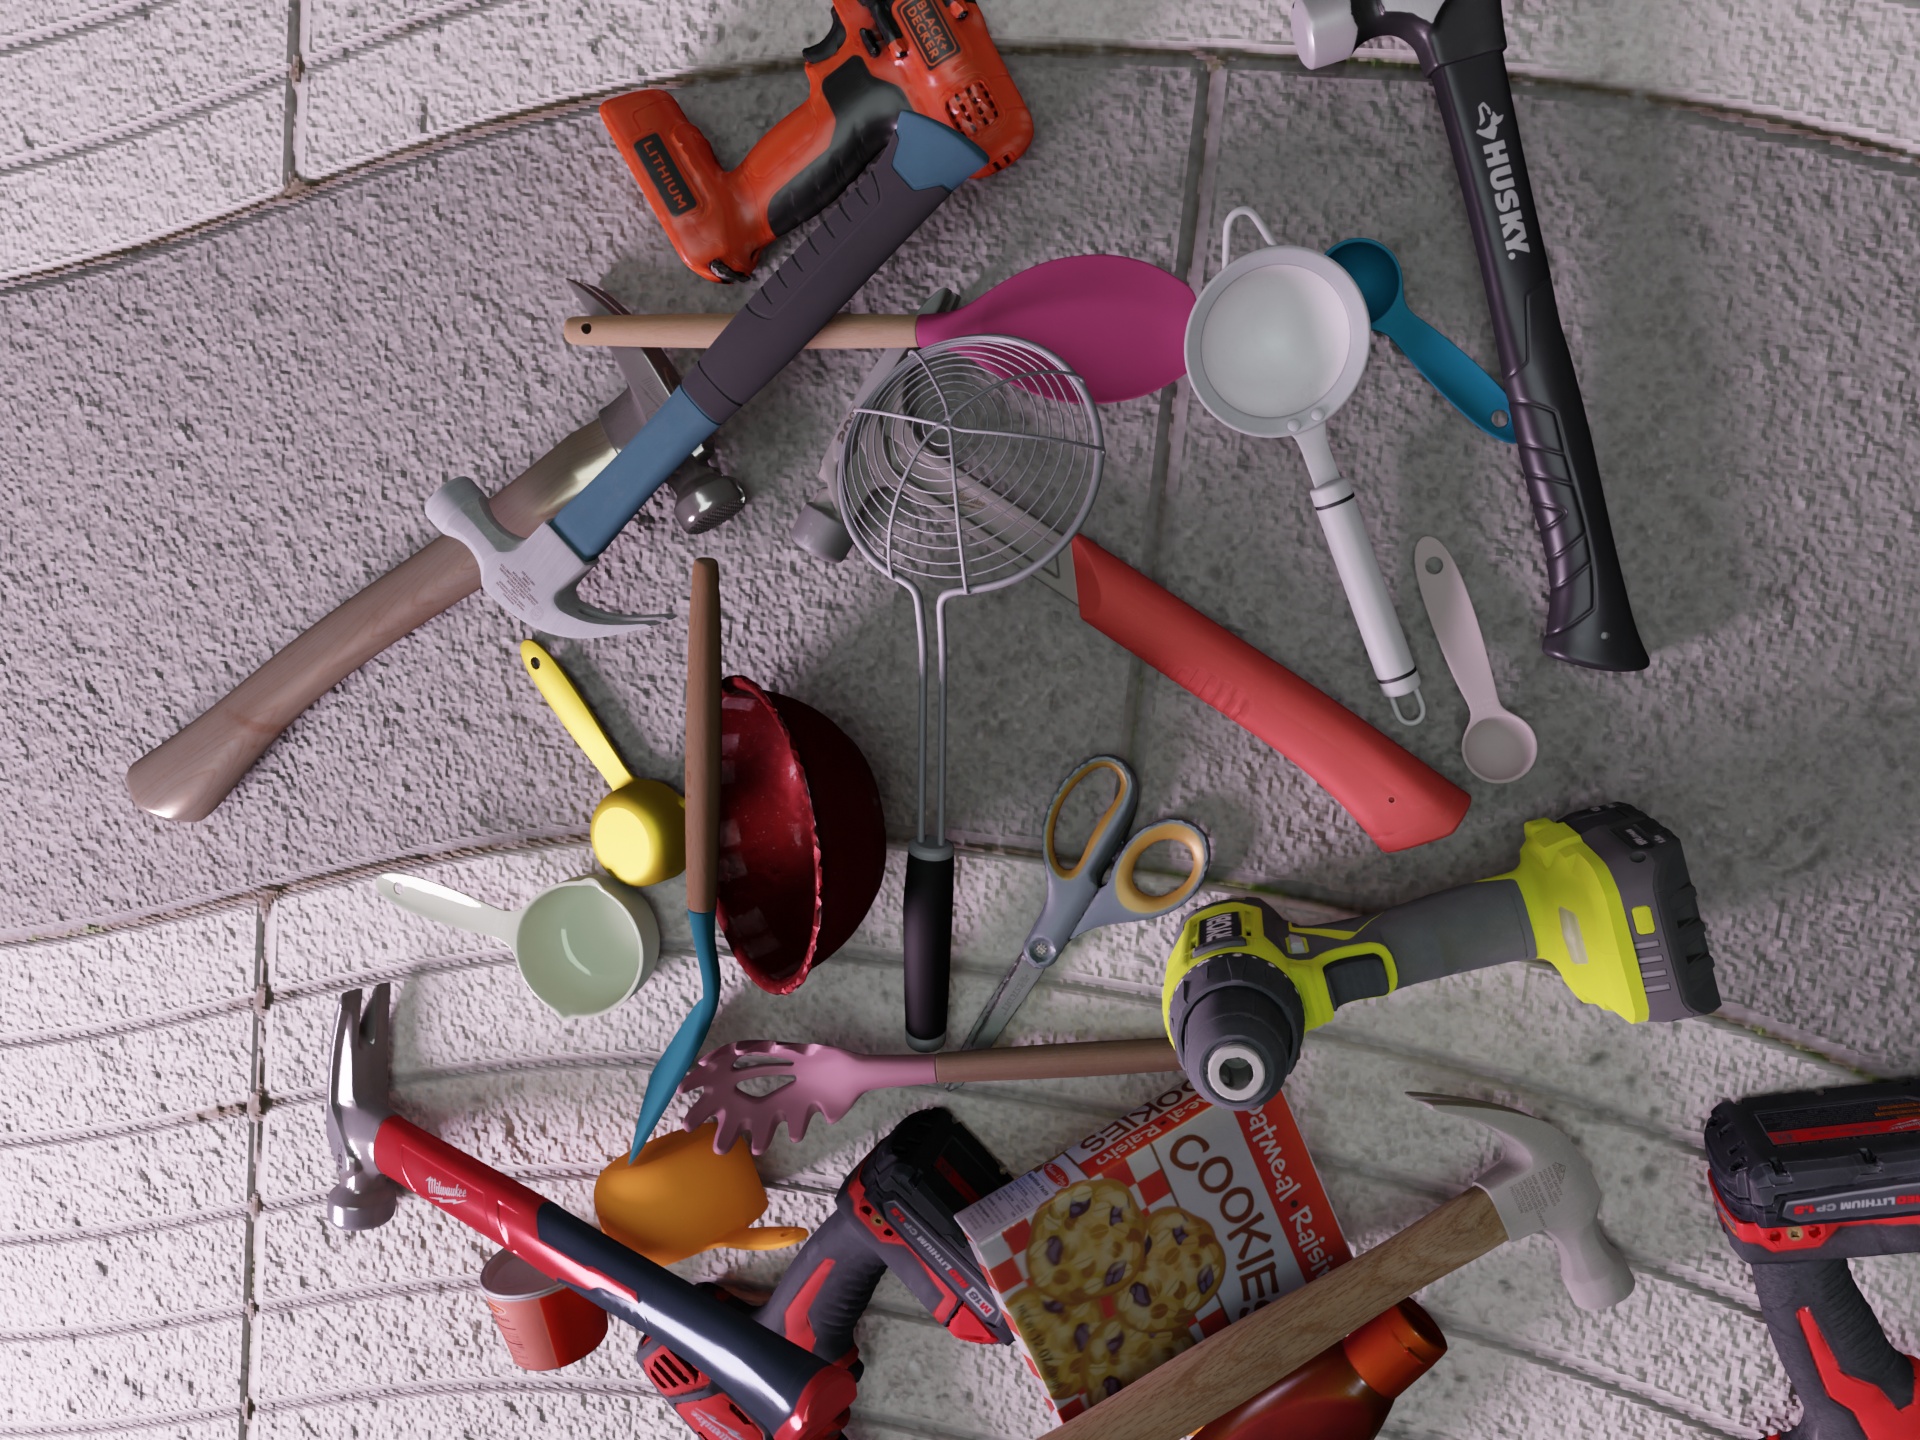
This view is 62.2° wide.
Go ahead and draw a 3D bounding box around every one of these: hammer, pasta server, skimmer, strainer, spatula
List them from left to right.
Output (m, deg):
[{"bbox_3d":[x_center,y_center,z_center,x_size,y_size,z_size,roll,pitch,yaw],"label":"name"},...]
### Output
[{"bbox_3d":[-0.316,-0.072,0.880,0.410,0.038,0.146,-32,88,15],"label":"hammer"},{"bbox_3d":[-0.206,0.254,0.817,0.386,0.038,0.143,13,102,36],"label":"hammer"},{"bbox_3d":[-0.143,0.072,0.815,0.044,0.082,0.317,3,107,-4],"label":"spatula"},{"bbox_3d":[-0.117,-0.165,0.770,0.331,0.033,0.128,-42,91,19],"label":"hammer"},{"bbox_3d":[-0.001,-0.003,0.789,0.127,0.090,0.363,12,119,19],"label":"skimmer"},{"bbox_3d":[0.014,0.180,0.814,0.316,0.040,0.060,-5,106,6],"label":"pasta server"},{"bbox_3d":[0.095,-0.059,0.783,0.359,0.037,0.149,34,103,8],"label":"hammer"},{"bbox_3d":[0.154,0.285,0.748,0.331,0.031,0.130,-26,91,-10],"label":"hammer"},{"bbox_3d":[0.170,-0.114,0.749,0.087,0.050,0.258,-22,101,4],"label":"strainer"},{"bbox_3d":[0.262,-0.182,0.721,0.146,0.035,0.334,-15,96,4],"label":"hammer"}]

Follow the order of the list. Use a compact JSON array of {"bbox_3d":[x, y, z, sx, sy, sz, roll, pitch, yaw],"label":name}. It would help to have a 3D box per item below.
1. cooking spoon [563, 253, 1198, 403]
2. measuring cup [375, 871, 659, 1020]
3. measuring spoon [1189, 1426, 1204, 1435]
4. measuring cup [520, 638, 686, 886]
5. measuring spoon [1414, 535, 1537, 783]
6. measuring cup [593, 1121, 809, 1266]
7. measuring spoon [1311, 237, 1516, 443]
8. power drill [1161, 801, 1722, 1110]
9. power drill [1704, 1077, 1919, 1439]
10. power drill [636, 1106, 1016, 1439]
[{"bbox_3d":[-0.045,-0.190,0.774,0.319,0.017,0.068,3,99,12],"label":"cooking spoon"},{"bbox_3d":[-0.245,0.110,0.886,0.167,0.038,0.083,16,100,13],"label":"measuring cup"},{"bbox_3d":[0.142,0.325,0.835,0.021,0.011,0.117,27,99,5],"label":"measuring spoon"},{"bbox_3d":[-0.202,0.022,0.863,0.062,0.029,0.156,-38,84,31],"label":"measuring cup"},{"bbox_3d":[0.244,-0.030,0.765,0.034,0.018,0.124,-19,85,15],"label":"measuring spoon"},{"bbox_3d":[-0.129,0.243,0.821,0.173,0.095,0.052,-22,88,54],"label":"measuring cup"},{"bbox_3d":[0.218,-0.176,0.753,0.128,0.021,0.042,42,100,-4],"label":"measuring spoon"},{"bbox_3d":[0.200,0.108,0.703,0.228,0.190,0.080,-15,93,11],"label":"power drill"},{"bbox_3d":[0.428,0.285,0.728,0.143,0.078,0.219,-10,97,15],"label":"power drill"},{"bbox_3d":[-0.045,0.340,0.848,0.188,0.080,0.226,46,107,4],"label":"power drill"}]
